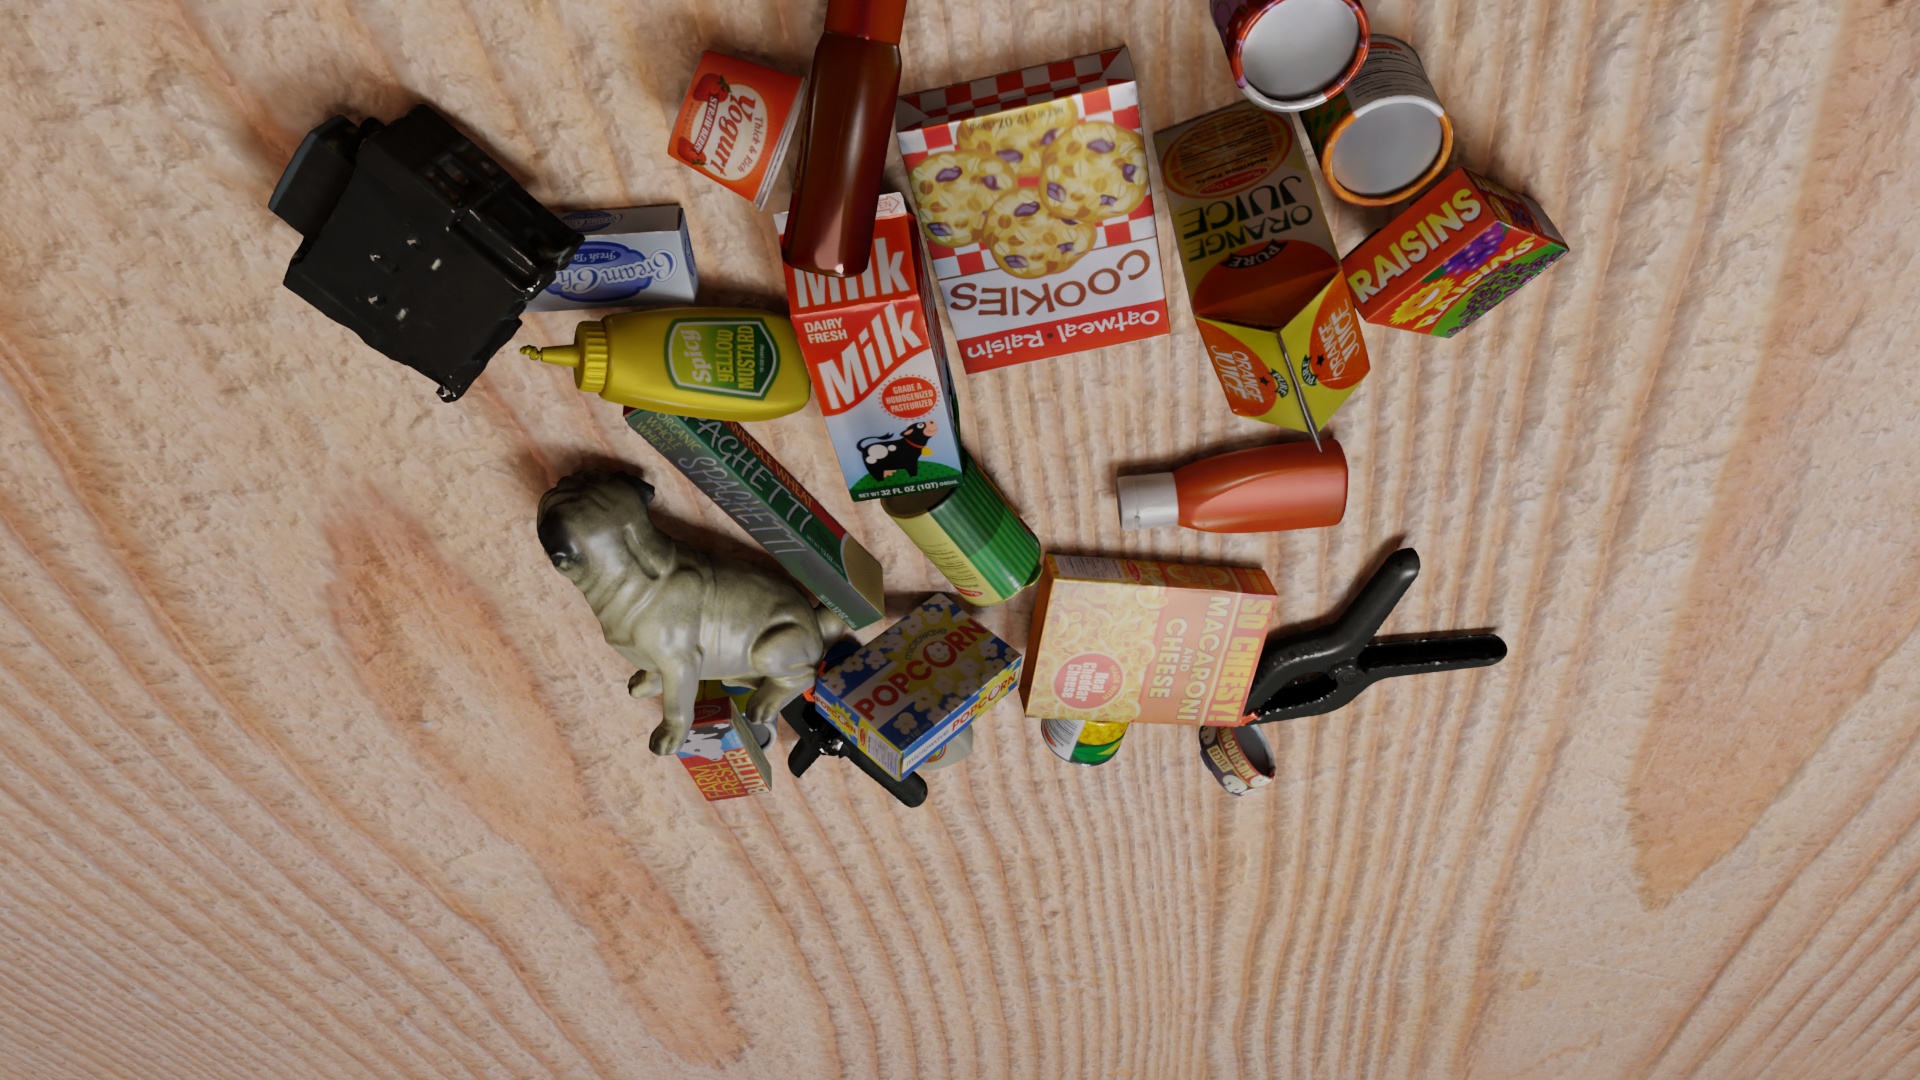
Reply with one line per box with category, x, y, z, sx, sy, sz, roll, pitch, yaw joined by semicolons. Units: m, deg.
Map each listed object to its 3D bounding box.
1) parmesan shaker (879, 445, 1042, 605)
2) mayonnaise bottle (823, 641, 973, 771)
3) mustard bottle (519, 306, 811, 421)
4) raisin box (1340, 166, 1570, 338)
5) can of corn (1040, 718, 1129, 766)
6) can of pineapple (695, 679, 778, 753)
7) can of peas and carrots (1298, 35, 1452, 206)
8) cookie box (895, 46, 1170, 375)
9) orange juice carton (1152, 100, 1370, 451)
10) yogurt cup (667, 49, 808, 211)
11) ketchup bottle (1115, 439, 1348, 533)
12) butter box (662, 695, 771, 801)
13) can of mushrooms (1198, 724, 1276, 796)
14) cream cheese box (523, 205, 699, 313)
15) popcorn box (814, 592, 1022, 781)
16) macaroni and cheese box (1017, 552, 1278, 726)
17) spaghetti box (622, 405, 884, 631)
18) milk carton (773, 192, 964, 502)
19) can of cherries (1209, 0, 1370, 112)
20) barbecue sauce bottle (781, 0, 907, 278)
parmesan shaker;0.003;-0.011;0.917;0.071;0.072;0.102;-22;135;19
mayonnaise bottle;-0.052;0.131;1.093;0.064;0.041;0.147;-21;135;26
mustard bottle;-0.165;-0.101;0.785;0.160;0.065;0.048;-1;175;-25
raisin box;0.270;-0.155;0.760;0.085;0.040;0.124;-39;159;34
can of corn;0.103;0.133;1.091;0.071;0.071;0.058;4;137;-9
can of pineapple;-0.174;0.127;1.066;0.071;0.058;0.070;-2;138;-2
can of peas and carrots;0.213;-0.213;0.715;0.071;0.059;0.070;-2;138;-2
cookie box;0.044;-0.174;0.761;0.123;0.040;0.166;-10;137;7
orange juice carton;0.152;-0.135;0.697;0.073;0.194;0.071;-17;138;15
yogurt cup;-0.112;-0.208;0.693;0.054;0.073;0.072;20;134;-14
ketchup bottle;0.180;-0.031;0.928;0.149;0.044;0.064;-6;137;2
butter box;-0.180;0.157;1.035;0.053;0.024;0.103;-10;139;6
can of mushrooms;0.228;0.175;1.145;0.033;0.071;0.071;-33;131;28
cream cheese box;-0.201;-0.156;0.773;0.104;0.024;0.053;-4;140;0
popcorn box;-0.029;0.101;0.983;0.127;0.085;0.038;-35;148;-35
macaroni and cheese box;0.135;0.075;1.023;0.167;0.040;0.123;4;120;-10
spaghetti box;-0.127;-0.026;0.905;0.028;0.050;0.249;-25;134;19
milk carton;-0.049;-0.115;0.794;0.072;0.074;0.189;-9;138;6
can of cherries;0.158;-0.252;0.667;0.071;0.059;0.071;-2;139;-2
barbecue sauce bottle;-0.054;-0.206;0.673;0.044;0.065;0.148;11;110;-3
